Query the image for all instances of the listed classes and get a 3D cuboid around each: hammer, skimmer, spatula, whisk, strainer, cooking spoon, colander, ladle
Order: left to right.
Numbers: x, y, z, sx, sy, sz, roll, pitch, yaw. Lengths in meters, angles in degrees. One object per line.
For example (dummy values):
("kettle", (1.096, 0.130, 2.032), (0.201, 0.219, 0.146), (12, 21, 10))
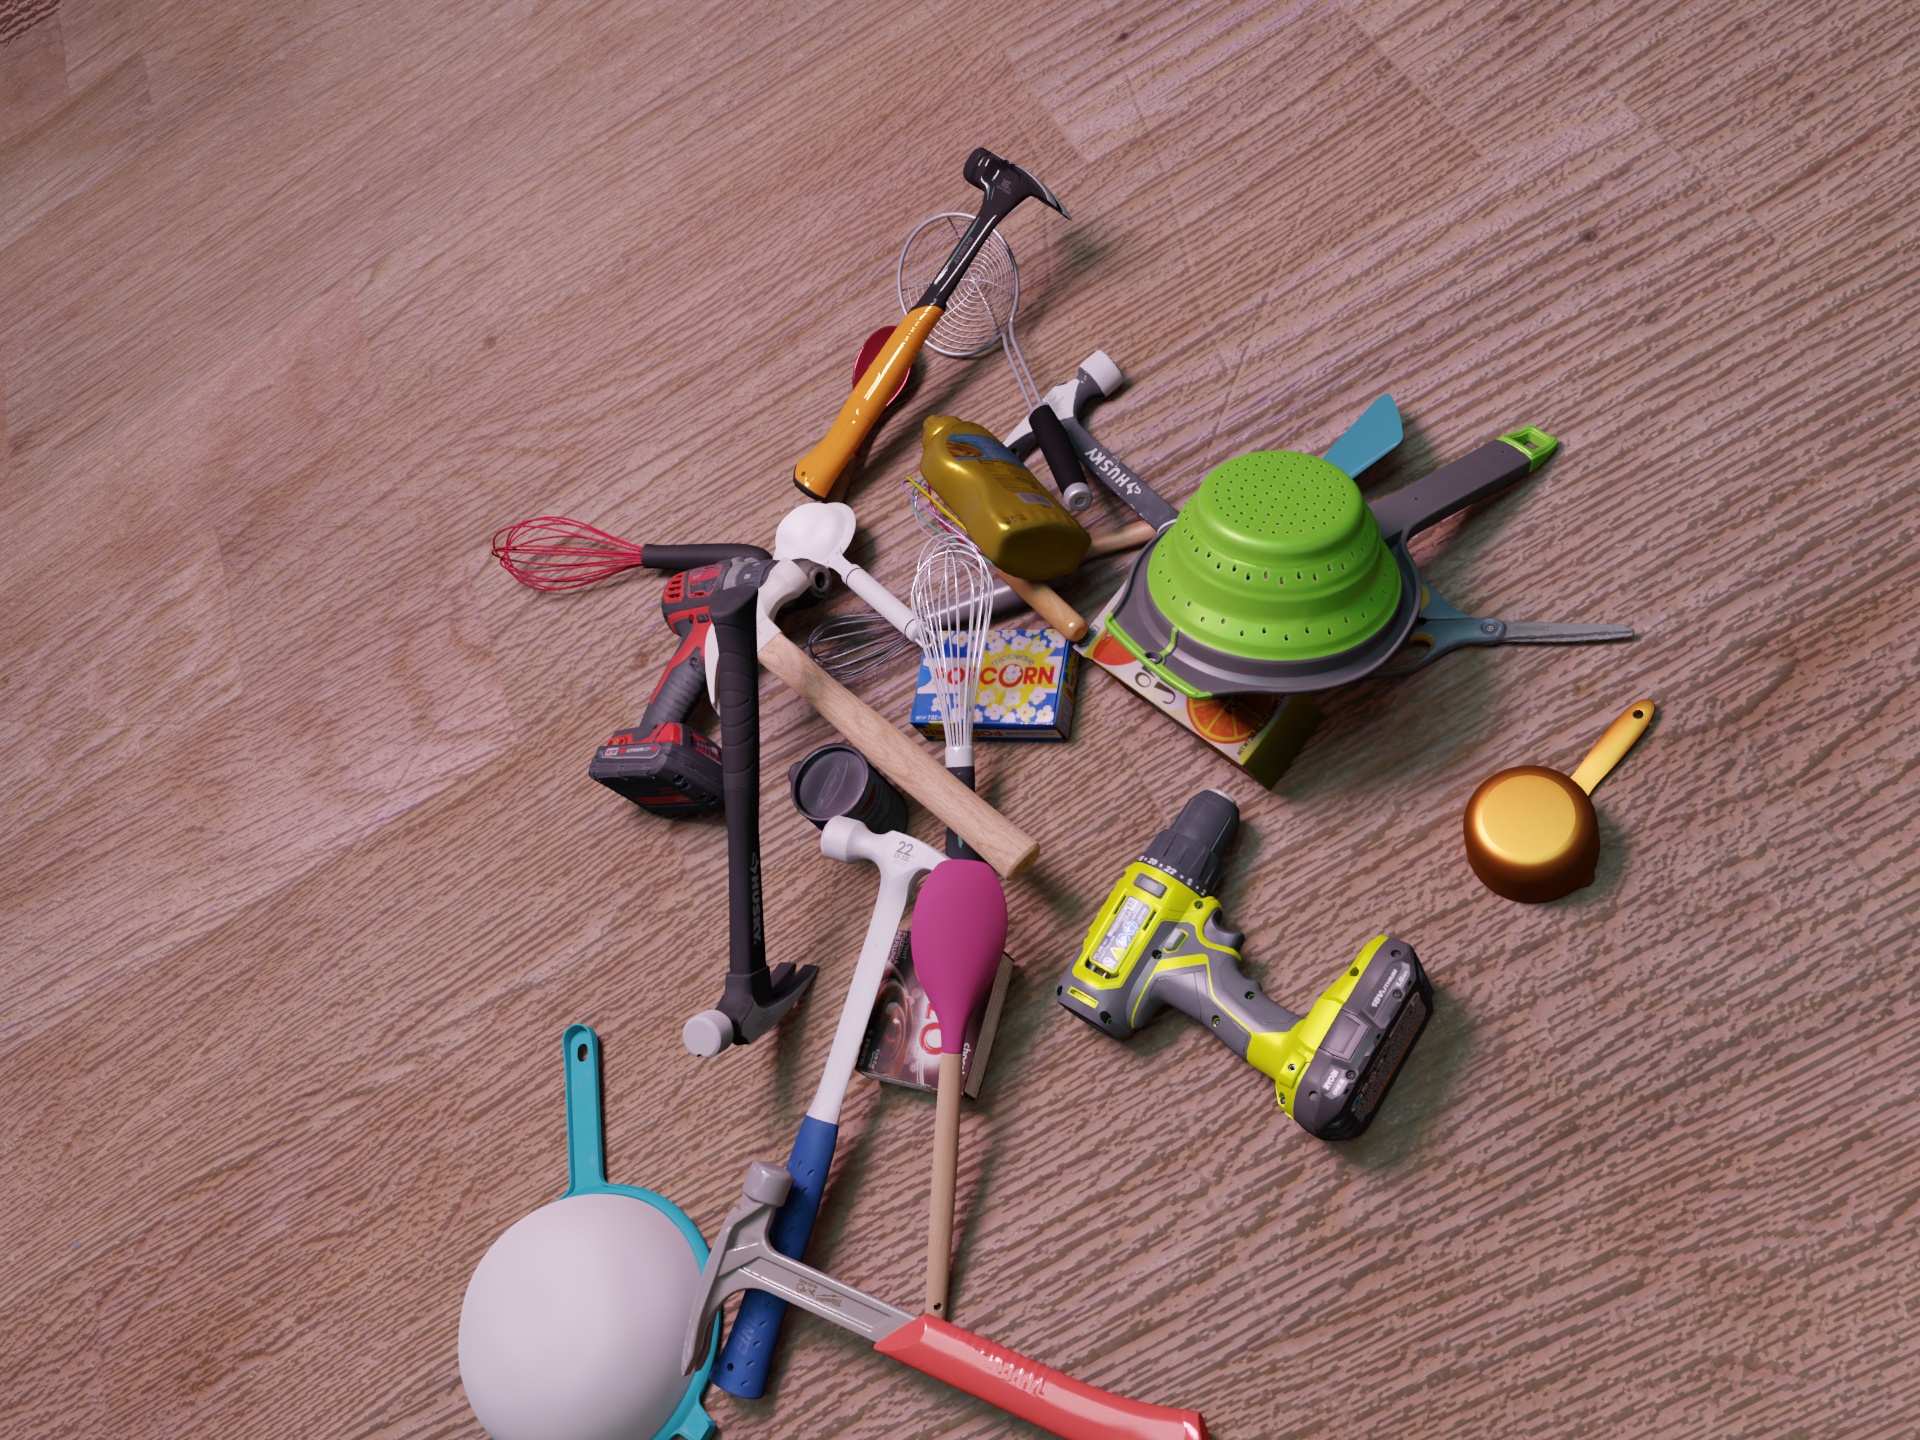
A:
("strainer", (-0.296, 0.381, 1.180), (0.211, 0.095, 0.341), (-18, 60, 14))
("whisk", (-0.309, -0.154, 1.483), (0.296, 0.073, 0.073), (4, 66, 20))
("hammer", (-0.158, 0.068, 1.177), (0.035, 0.146, 0.335), (2, 97, 23))
("hammer", (-0.091, 0.277, 1.140), (0.144, 0.035, 0.405), (13, 80, 26))
("ladle", (-0.108, -0.219, 1.447), (0.069, 0.031, 0.315), (6, 69, 37))
("strainer", (-0.095, -0.128, 1.345), (0.087, 0.050, 0.259), (-45, 50, -3))
("hammer", (-0.071, 0.010, 1.210), (0.331, 0.031, 0.130), (40, 77, 25))
("hammer", (-0.038, -0.333, 1.386), (0.337, 0.034, 0.127), (-54, 48, 11))
("whisk", (-0.027, -0.086, 1.334), (0.239, 0.055, 0.055), (-18, 59, 10))
("hammer", (-0.010, 0.424, 1.040), (0.359, 0.036, 0.149), (17, 83, 20))
("cooking spoon", (-0.007, 0.256, 1.103), (0.068, 0.017, 0.319), (4, 86, -10))
("whisk", (-0.003, -0.004, 1.231), (0.070, 0.070, 0.284), (-4, 86, 21))
("skimmer", (0.028, -0.306, 1.365), (0.127, 0.090, 0.364), (-53, 37, 32))
("whisk", (0.028, -0.138, 1.310), (0.051, 0.047, 0.245), (-29, 51, -18))
("hammer", (0.155, -0.157, 1.254), (0.149, 0.036, 0.409), (-40, 45, 3))
("spatula", (0.201, -0.179, 1.285), (0.317, 0.044, 0.082), (-16, 35, 17))
("colander", (0.283, -0.155, 1.124), (0.397, 0.094, 0.205), (-28, 49, -21))

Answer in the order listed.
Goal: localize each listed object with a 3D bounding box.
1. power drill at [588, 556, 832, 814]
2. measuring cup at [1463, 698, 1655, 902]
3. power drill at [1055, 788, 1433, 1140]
("power drill", (-0.205, -0.039, 1.343), (0.188, 0.080, 0.227), (-5, 59, 42))
("measuring cup", (0.412, 0.042, 1.075), (0.173, 0.052, 0.095), (-49, 57, -3))
("power drill", (0.200, 0.163, 1.092), (0.229, 0.080, 0.190), (26, 77, 34))
